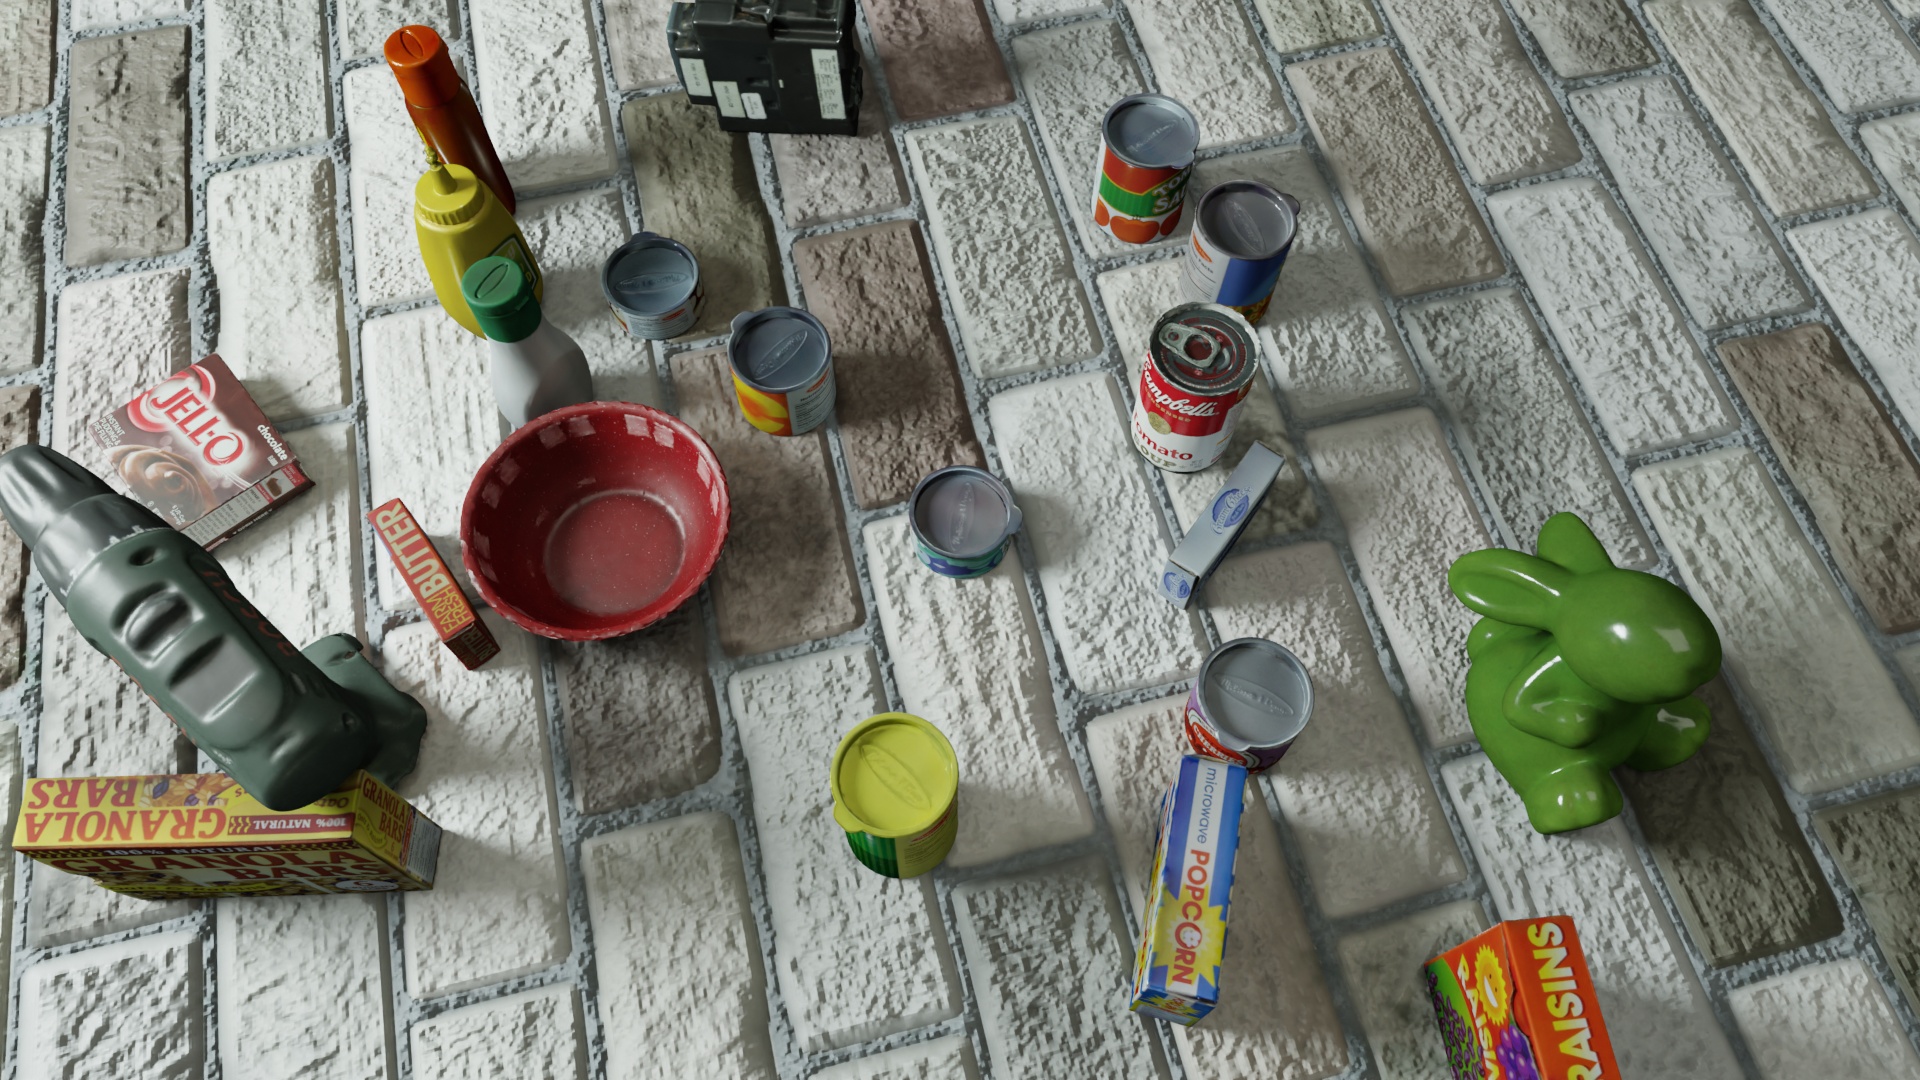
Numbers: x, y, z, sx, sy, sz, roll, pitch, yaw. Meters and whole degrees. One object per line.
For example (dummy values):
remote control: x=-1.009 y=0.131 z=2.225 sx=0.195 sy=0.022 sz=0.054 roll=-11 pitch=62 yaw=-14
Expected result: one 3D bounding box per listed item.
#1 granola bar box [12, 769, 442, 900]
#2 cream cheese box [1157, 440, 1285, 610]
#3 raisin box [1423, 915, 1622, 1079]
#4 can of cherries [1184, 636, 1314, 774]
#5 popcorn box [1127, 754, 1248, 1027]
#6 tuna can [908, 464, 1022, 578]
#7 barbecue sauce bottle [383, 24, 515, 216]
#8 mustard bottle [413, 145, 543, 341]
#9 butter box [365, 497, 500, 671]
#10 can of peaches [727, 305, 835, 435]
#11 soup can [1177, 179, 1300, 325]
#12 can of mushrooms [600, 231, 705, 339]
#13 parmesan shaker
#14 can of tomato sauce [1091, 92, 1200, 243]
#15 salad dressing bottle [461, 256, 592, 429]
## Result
granola bar box: x=-0.378 y=0.158 z=0.733 sx=0.166 sy=0.123 sz=0.039 roll=-1 pitch=64 yaw=-2
cream cheese box: x=0.162 y=-0.009 z=0.864 sx=0.024 sy=0.053 sz=0.104 roll=34 pitch=68 yaw=14
raisin box: x=0.280 y=0.244 z=0.703 sx=0.040 sy=0.123 sz=0.086 roll=-5 pitch=64 yaw=-3
can of cherries: x=0.165 y=0.099 z=0.808 sx=0.071 sy=0.058 sz=0.072 roll=0 pitch=64 yaw=-1
popcorn box: x=0.123 y=0.189 z=0.748 sx=0.038 sy=0.085 sz=0.127 roll=12 pitch=64 yaw=5
tuna can: x=0.003 y=-0.011 z=0.874 sx=0.071 sy=0.032 sz=0.071 roll=0 pitch=64 yaw=-1
barbecue sauce bottle: x=-0.344 y=-0.279 z=0.937 sx=0.044 sy=0.148 sz=0.065 roll=-30 pitch=68 yaw=-14
mustard bottle: x=-0.314 y=-0.192 z=0.887 sx=0.049 sy=0.159 sz=0.065 roll=30 pitch=67 yaw=13
butter box: x=-0.318 y=0.027 z=0.839 sx=0.024 sy=0.053 sz=0.104 roll=-33 pitch=69 yaw=-16
can of peaches: x=-0.117 y=-0.111 z=0.908 sx=0.071 sy=0.057 sz=0.071 roll=0 pitch=64 yaw=-1
soup can: x=0.188 y=-0.192 z=0.938 sx=0.071 sy=0.083 sz=0.071 roll=0 pitch=64 yaw=-1
can of mushrooms: x=-0.210 y=-0.174 z=0.951 sx=0.071 sy=0.033 sz=0.071 roll=0 pitch=64 yaw=-1
parmesan shaker: x=-0.037 y=0.143 z=0.758 sx=0.071 sy=0.102 sz=0.071 roll=0 pitch=64 yaw=-1
can of tomato sauce: x=0.129 y=-0.257 z=0.970 sx=0.071 sy=0.082 sz=0.071 roll=0 pitch=64 yaw=-1
salad dressing bottle: x=-0.267 y=-0.117 z=0.858 sx=0.044 sy=0.147 sz=0.064 roll=28 pitch=67 yaw=12
